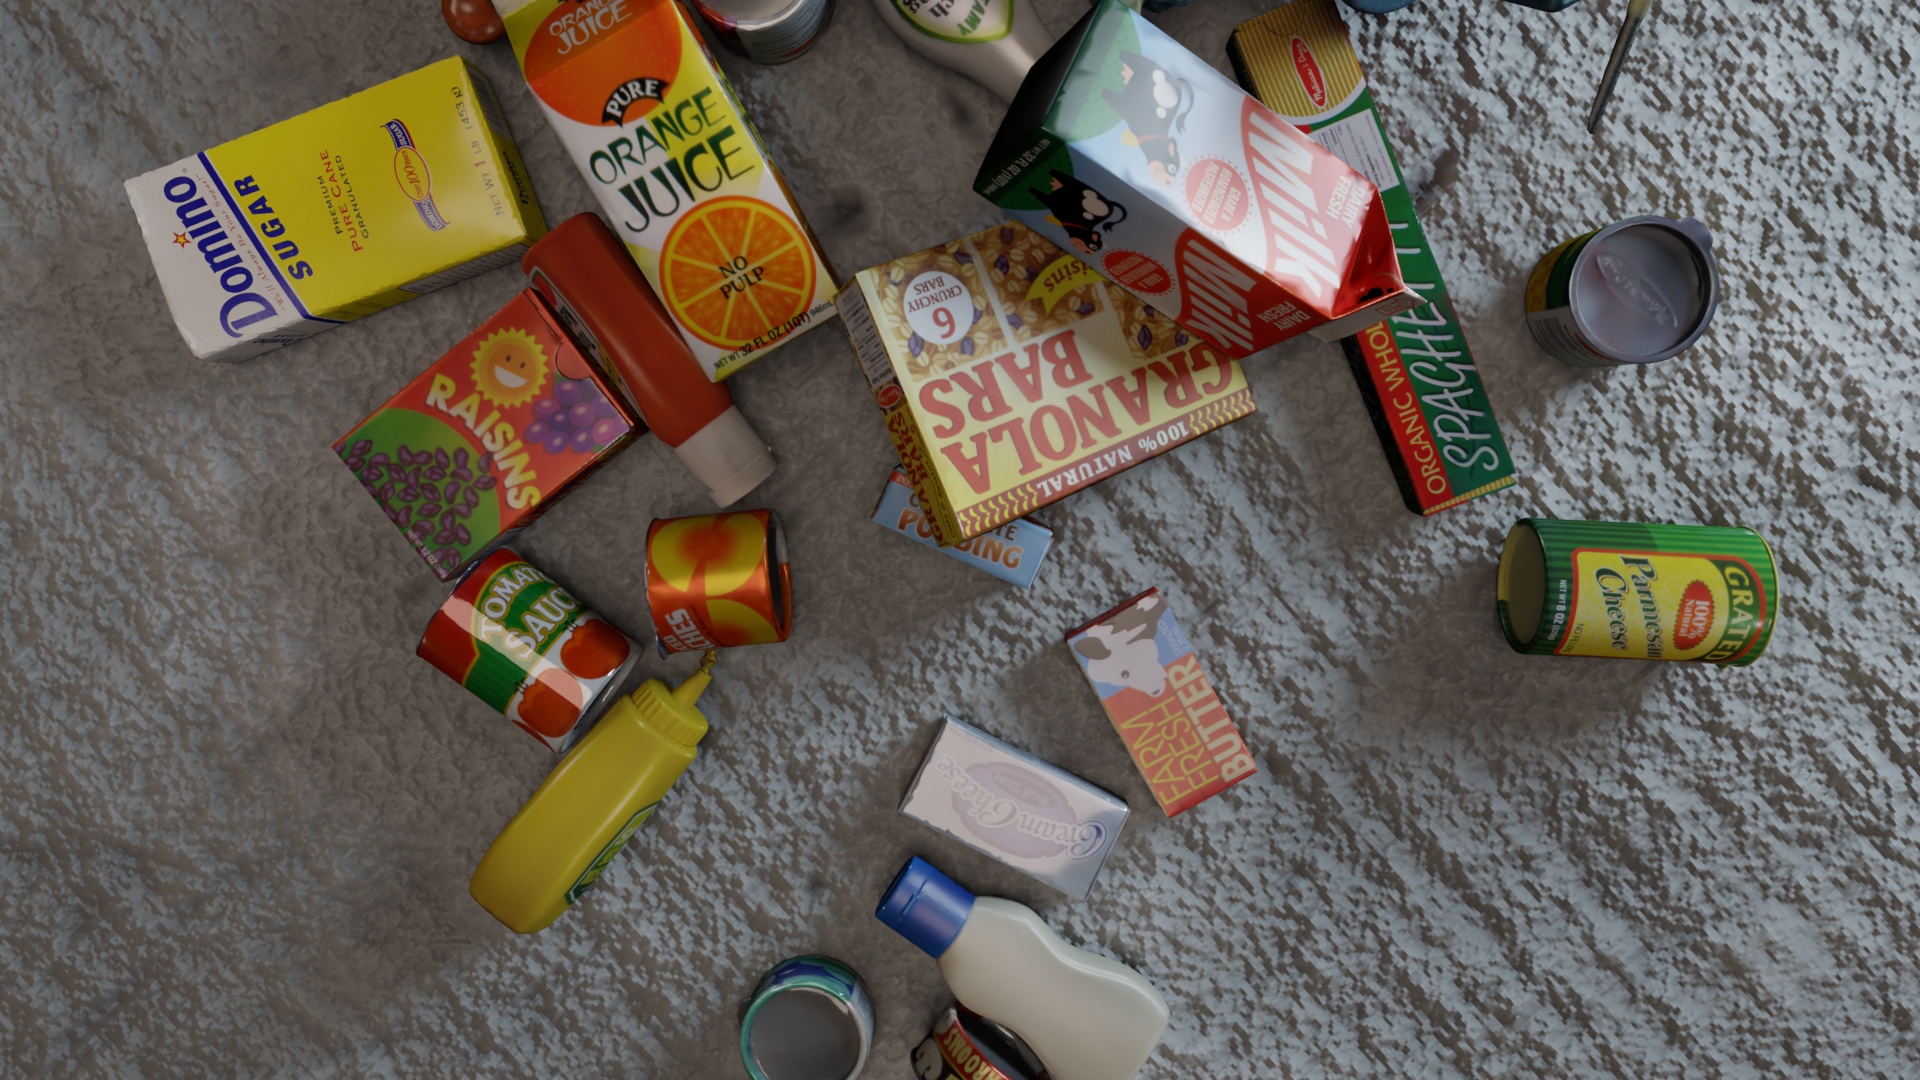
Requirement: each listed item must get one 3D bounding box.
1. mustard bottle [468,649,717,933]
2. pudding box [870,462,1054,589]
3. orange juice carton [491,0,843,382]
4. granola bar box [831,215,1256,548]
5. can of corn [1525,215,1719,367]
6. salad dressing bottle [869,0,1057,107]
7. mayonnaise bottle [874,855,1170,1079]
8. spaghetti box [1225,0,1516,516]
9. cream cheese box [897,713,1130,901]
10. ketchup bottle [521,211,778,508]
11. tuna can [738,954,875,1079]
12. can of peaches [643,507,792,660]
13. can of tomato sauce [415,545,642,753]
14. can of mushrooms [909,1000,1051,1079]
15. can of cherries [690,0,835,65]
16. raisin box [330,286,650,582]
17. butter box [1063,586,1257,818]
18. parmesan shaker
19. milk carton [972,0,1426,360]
[{"bbox_3d":[-0.169,0.117,0.677,0.049,0.065,0.160,40,91,3],"label":"mustard bottle"},{"bbox_3d":[0.002,-0.008,0.669,0.084,0.050,0.030,24,96,0],"label":"pudding box"},{"bbox_3d":[-0.129,-0.175,0.625,0.072,0.073,0.192,-29,109,4],"label":"orange juice carton"},{"bbox_3d":[0.041,-0.084,0.633,0.166,0.039,0.124,-24,92,-24],"label":"granola bar box"},{"bbox_3d":[0.308,-0.116,0.648,0.071,0.058,0.071,0,94,2],"label":"can of corn"},{"bbox_3d":[0.017,-0.238,0.655,0.147,0.044,0.064,44,93,-2],"label":"salad dressing bottle"},{"bbox_3d":[0.028,0.212,0.689,0.148,0.041,0.065,35,89,0],"label":"mayonnaise bottle"},{"bbox_3d":[0.196,-0.134,0.664,0.050,0.029,0.250,-22,93,3],"label":"spaghetti box"},{"bbox_3d":[0.027,0.132,0.691,0.104,0.024,0.053,26,95,0],"label":"cream cheese box"},{"bbox_3d":[-0.145,-0.084,0.664,0.043,0.065,0.148,-39,101,-9],"label":"ketchup bottle"},{"bbox_3d":[-0.079,0.246,0.697,0.071,0.033,0.071,0,94,1],"label":"tuna can"},{"bbox_3d":[-0.114,0.021,0.665,0.058,0.071,0.071,-6,94,1],"label":"can of peaches"},{"bbox_3d":[-0.206,0.052,0.670,0.083,0.071,0.071,36,95,-2],"label":"can of tomato sauce"},{"bbox_3d":[0.010,0.260,0.677,0.071,0.071,0.033,39,93,-1],"label":"can of mushrooms"},{"bbox_3d":[-0.096,-0.265,0.649,0.071,0.058,0.071,0,95,1],"label":"can of cherries"},{"bbox_3d":[-0.227,-0.051,0.678,0.123,0.040,0.086,-38,91,3],"label":"raisin box"},{"bbox_3d":[0.099,0.079,0.685,0.053,0.024,0.103,-30,92,4],"label":"butter box"},{"bbox_3d":[0.315,0.027,0.655,0.103,0.071,0.071,2,94,2],"label":"parmesan shaker"},{"bbox_3d":[0.111,-0.143,0.609,0.190,0.072,0.073,29,72,-17],"label":"milk carton"}]
